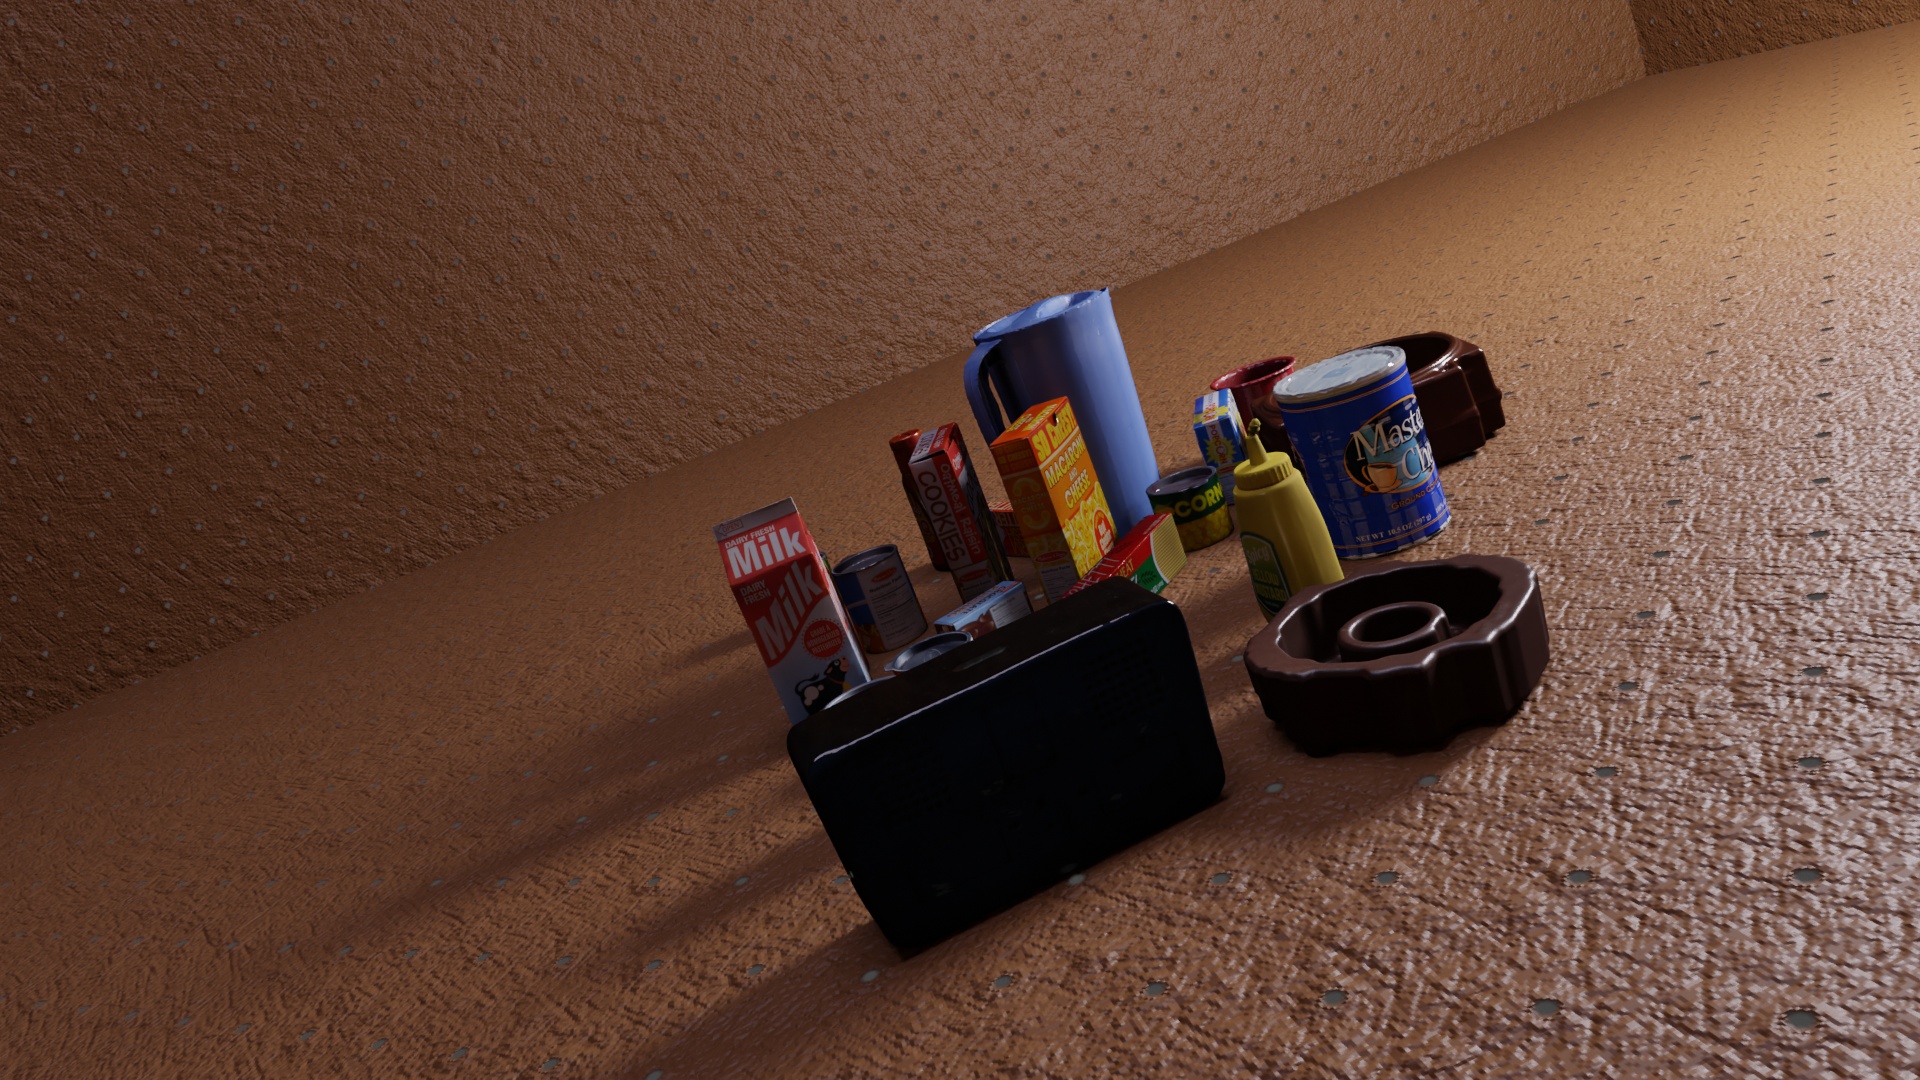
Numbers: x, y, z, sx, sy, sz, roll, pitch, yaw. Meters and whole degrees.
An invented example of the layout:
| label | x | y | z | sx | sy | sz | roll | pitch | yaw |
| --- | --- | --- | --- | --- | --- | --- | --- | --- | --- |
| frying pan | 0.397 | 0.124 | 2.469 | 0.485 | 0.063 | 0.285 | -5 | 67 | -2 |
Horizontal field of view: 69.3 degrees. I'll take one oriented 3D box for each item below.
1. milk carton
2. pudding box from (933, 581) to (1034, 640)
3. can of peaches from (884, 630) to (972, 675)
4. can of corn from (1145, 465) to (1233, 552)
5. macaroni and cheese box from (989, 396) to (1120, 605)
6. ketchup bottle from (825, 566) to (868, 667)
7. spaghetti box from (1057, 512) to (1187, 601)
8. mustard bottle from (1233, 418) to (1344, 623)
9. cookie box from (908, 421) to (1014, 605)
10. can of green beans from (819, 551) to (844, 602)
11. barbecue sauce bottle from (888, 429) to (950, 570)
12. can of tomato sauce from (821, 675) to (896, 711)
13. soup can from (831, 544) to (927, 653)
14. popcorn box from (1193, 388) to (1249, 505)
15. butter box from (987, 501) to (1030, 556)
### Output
| label | x | y | z | sx | sy | sz | roll | pitch | yaw |
| --- | --- | --- | --- | --- | --- | --- | --- | --- | --- |
| milk carton | -0.134 | 0.063 | 1.136 | 0.072 | 0.190 | 0.073 | -22 | 14 | -3 |
| pudding box | 0.023 | 0.073 | 1.165 | 0.084 | 0.049 | 0.030 | -30 | 17 | -32 |
| can of peaches | -0.015 | 0.110 | 1.063 | 0.071 | 0.058 | 0.071 | -20 | 14 | 5 |
| can of corn | 0.209 | -0.028 | 1.255 | 0.071 | 0.058 | 0.071 | -20 | 14 | 5 |
| macaroni and cheese box | 0.089 | -0.029 | 1.209 | 0.040 | 0.166 | 0.124 | -14 | 15 | 25 |
| ketchup bottle | -0.127 | 0.057 | 1.231 | 0.043 | 0.148 | 0.065 | -18 | 14 | 11 |
| spaghetti box | 0.118 | 0.048 | 1.119 | 0.028 | 0.050 | 0.251 | -11 | 17 | 36 |
| mustard bottle | 0.221 | -0.009 | 0.962 | 0.049 | 0.160 | 0.065 | -26 | 15 | -19 |
| cookie box | 0.005 | -0.016 | 1.278 | 0.040 | 0.167 | 0.123 | -19 | 14 | 9 |
| can of green beans | -0.165 | 0.052 | 1.488 | 0.071 | 0.057 | 0.071 | -20 | 14 | 5 |
| barbecue sauce bottle | -0.032 | -0.044 | 1.469 | 0.044 | 0.148 | 0.065 | -25 | 14 | -14 |
| can of tomato sauce | -0.050 | 0.144 | 0.937 | 0.071 | 0.083 | 0.071 | -20 | 14 | 5 |
| soup can | -0.076 | 0.054 | 1.302 | 0.071 | 0.083 | 0.071 | -20 | 14 | 5 |
| popcorn box | 0.261 | -0.093 | 1.369 | 0.038 | 0.085 | 0.127 | -17 | 15 | 16 |
| butter box | 0.058 | -0.011 | 1.417 | 0.024 | 0.053 | 0.103 | -29 | 16 | -28 |
